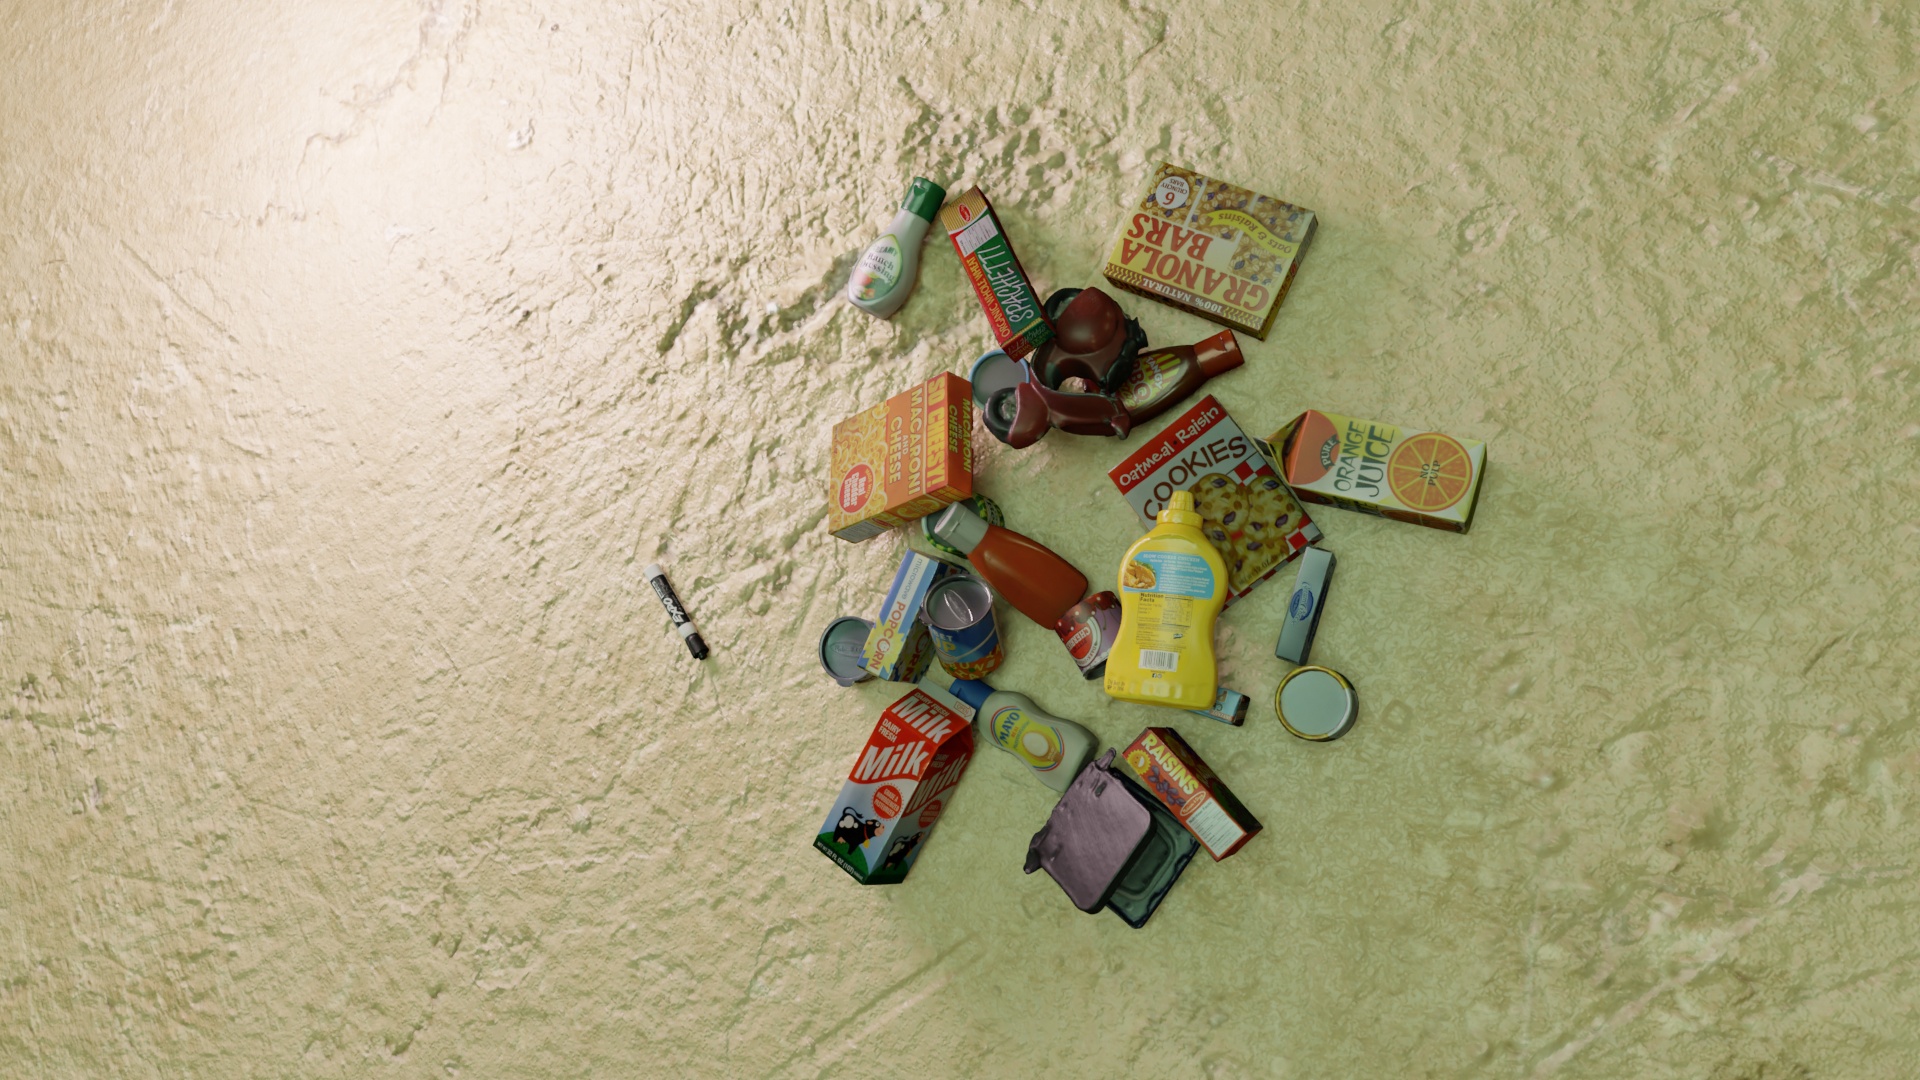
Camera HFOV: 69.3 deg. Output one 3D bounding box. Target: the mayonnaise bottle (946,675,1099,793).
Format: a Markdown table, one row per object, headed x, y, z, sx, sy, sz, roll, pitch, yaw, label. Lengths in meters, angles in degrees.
| x | y | z | sx | sy | sz | roll | pitch | yaw | label |
| --- | --- | --- | --- | --- | --- | --- | --- | --- | --- |
| 0.055 | 0.176 | 1.314 | 0.148 | 0.041 | 0.064 | 30 | 101 | 23 | mayonnaise bottle |

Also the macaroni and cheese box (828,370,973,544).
| x | y | z | sx | sy | sz | roll | pitch | yaw | label |
| --- | --- | --- | --- | --- | --- | --- | --- | --- | --- |
| -0.059 | -0.079 | 1.358 | 0.166 | 0.040 | 0.124 | -20 | 60 | 39 | macaroni and cheese box |

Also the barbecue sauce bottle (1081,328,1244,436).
| x | y | z | sx | sy | sz | roll | pitch | yaw | label |
| --- | --- | --- | --- | --- | --- | --- | --- | --- | --- |
| 0.193 | -0.154 | 1.314 | 0.148 | 0.043 | 0.065 | -23 | 66 | 16 | barbecue sauce bottle |

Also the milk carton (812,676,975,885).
| x | y | z | sx | sy | sz | roll | pitch | yaw | label |
| --- | --- | --- | --- | --- | --- | --- | --- | --- | --- |
| -0.055 | 0.228 | 1.325 | 0.072 | 0.073 | 0.190 | 30 | 94 | 31 | milk carton |

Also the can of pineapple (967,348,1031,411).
| x | y | z | sx | sy | sz | roll | pitch | yaw | label |
| --- | --- | --- | --- | --- | --- | --- | --- | --- | --- |
| 0.048 | -0.151 | 1.361 | 0.071 | 0.058 | 0.071 | -4 | 80 | 21 | can of pineapple |

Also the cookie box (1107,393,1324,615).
| x | y | z | sx | sy | sz | roll | pitch | yaw | label |
| --- | --- | --- | --- | --- | --- | --- | --- | --- | --- |
| 0.234 | -0.033 | 1.281 | 0.123 | 0.040 | 0.168 | -38 | 71 | 12 | cookie box |

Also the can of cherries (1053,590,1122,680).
| x | y | z | sx | sy | sz | roll | pitch | yaw | label |
| --- | --- | --- | --- | --- | --- | --- | --- | --- | --- |
| 0.127 | 0.088 | 1.285 | 0.071 | 0.071 | 0.058 | -36 | 71 | 12 | can of cherries |

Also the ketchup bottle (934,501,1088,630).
| x | y | z | sx | sy | sz | roll | pitch | yaw | label |
| --- | --- | --- | --- | --- | --- | --- | --- | --- | --- |
| 0.045 | 0.020 | 1.304 | 0.149 | 0.043 | 0.064 | 36 | 98 | -12 | ketchup bottle |

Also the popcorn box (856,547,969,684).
| x | y | z | sx | sy | sz | roll | pitch | yaw | label |
| --- | --- | --- | --- | --- | --- | --- | --- | --- | --- |
| -0.045 | 0.075 | 1.346 | 0.038 | 0.085 | 0.126 | 24 | 90 | 22 | popcorn box |

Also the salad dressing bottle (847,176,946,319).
| x | y | z | sx | sy | sz | roll | pitch | yaw | label |
| --- | --- | --- | --- | --- | --- | --- | --- | --- | --- |
| -0.064 | -0.303 | 1.437 | 0.064 | 0.044 | 0.147 | 29 | 92 | 24 | salad dressing bottle |

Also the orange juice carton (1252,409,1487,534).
| x | y | z | sx | sy | sz | roll | pitch | yaw | label |
| --- | --- | --- | --- | --- | --- | --- | --- | --- | --- |
| 0.355 | -0.064 | 1.221 | 0.193 | 0.072 | 0.073 | 14 | 86 | 22 | orange juice carton |

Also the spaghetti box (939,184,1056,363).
| x | y | z | sx | sy | sz | roll | pitch | yaw | label |
| --- | --- | --- | --- | --- | --- | --- | --- | --- | --- |
| 0.033 | -0.261 | 1.341 | 0.050 | 0.028 | 0.251 | -34 | 43 | 14 | spaghetti box |

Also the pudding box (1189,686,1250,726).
| x | y | z | sx | sy | sz | roll | pitch | yaw | label |
| --- | --- | --- | --- | --- | --- | --- | --- | --- | --- |
| 0.215 | 0.141 | 1.254 | 0.084 | 0.049 | 0.030 | 17 | 87 | 23 | pudding box |

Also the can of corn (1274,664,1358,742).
| x | y | z | sx | sy | sz | roll | pitch | yaw | label |
| --- | --- | --- | --- | --- | --- | --- | --- | --- | --- |
| 0.309 | 0.142 | 1.213 | 0.071 | 0.058 | 0.071 | -3 | 80 | 20 | can of corn |

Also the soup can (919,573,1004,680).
| x | y | z | sx | sy | sz | roll | pitch | yaw | label |
| --- | --- | --- | --- | --- | --- | --- | --- | --- | --- |
| 0.001 | 0.083 | 1.312 | 0.071 | 0.083 | 0.072 | -6 | 49 | 7 | soup can |

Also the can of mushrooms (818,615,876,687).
| x | y | z | sx | sy | sz | roll | pitch | yaw | label |
| --- | --- | --- | --- | --- | --- | --- | --- | --- | --- |
| -0.106 | 0.112 | 1.392 | 0.071 | 0.033 | 0.071 | -3 | 80 | 20 | can of mushrooms |

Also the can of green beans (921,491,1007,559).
| x | y | z | sx | sy | sz | roll | pitch | yaw | label |
| --- | --- | --- | --- | --- | --- | --- | --- | --- | --- |
| 0.003 | -0.017 | 1.357 | 0.071 | 0.058 | 0.071 | -3 | 80 | 21 | can of green beans |

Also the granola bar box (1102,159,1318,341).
| x | y | z | sx | sy | sz | roll | pitch | yaw | label |
| --- | --- | --- | --- | --- | --- | --- | --- | --- | --- |
| 0.237 | -0.276 | 1.319 | 0.166 | 0.039 | 0.124 | 25 | 90 | 23 | granola bar box |

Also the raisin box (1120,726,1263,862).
| x | y | z | sx | sy | sz | roll | pitch | yaw | label |
| --- | --- | --- | --- | --- | --- | --- | --- | --- | --- |
| 0.205 | 0.221 | 1.225 | 0.040 | 0.086 | 0.123 | -47 | 69 | 11 | raisin box |

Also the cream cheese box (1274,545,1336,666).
| x | y | z | sx | sy | sz | roll | pitch | yaw | label |
| --- | --- | --- | --- | --- | --- | --- | --- | --- | --- |
| 0.306 | 0.059 | 1.230 | 0.024 | 0.053 | 0.104 | 16 | 88 | 21 | cream cheese box |
